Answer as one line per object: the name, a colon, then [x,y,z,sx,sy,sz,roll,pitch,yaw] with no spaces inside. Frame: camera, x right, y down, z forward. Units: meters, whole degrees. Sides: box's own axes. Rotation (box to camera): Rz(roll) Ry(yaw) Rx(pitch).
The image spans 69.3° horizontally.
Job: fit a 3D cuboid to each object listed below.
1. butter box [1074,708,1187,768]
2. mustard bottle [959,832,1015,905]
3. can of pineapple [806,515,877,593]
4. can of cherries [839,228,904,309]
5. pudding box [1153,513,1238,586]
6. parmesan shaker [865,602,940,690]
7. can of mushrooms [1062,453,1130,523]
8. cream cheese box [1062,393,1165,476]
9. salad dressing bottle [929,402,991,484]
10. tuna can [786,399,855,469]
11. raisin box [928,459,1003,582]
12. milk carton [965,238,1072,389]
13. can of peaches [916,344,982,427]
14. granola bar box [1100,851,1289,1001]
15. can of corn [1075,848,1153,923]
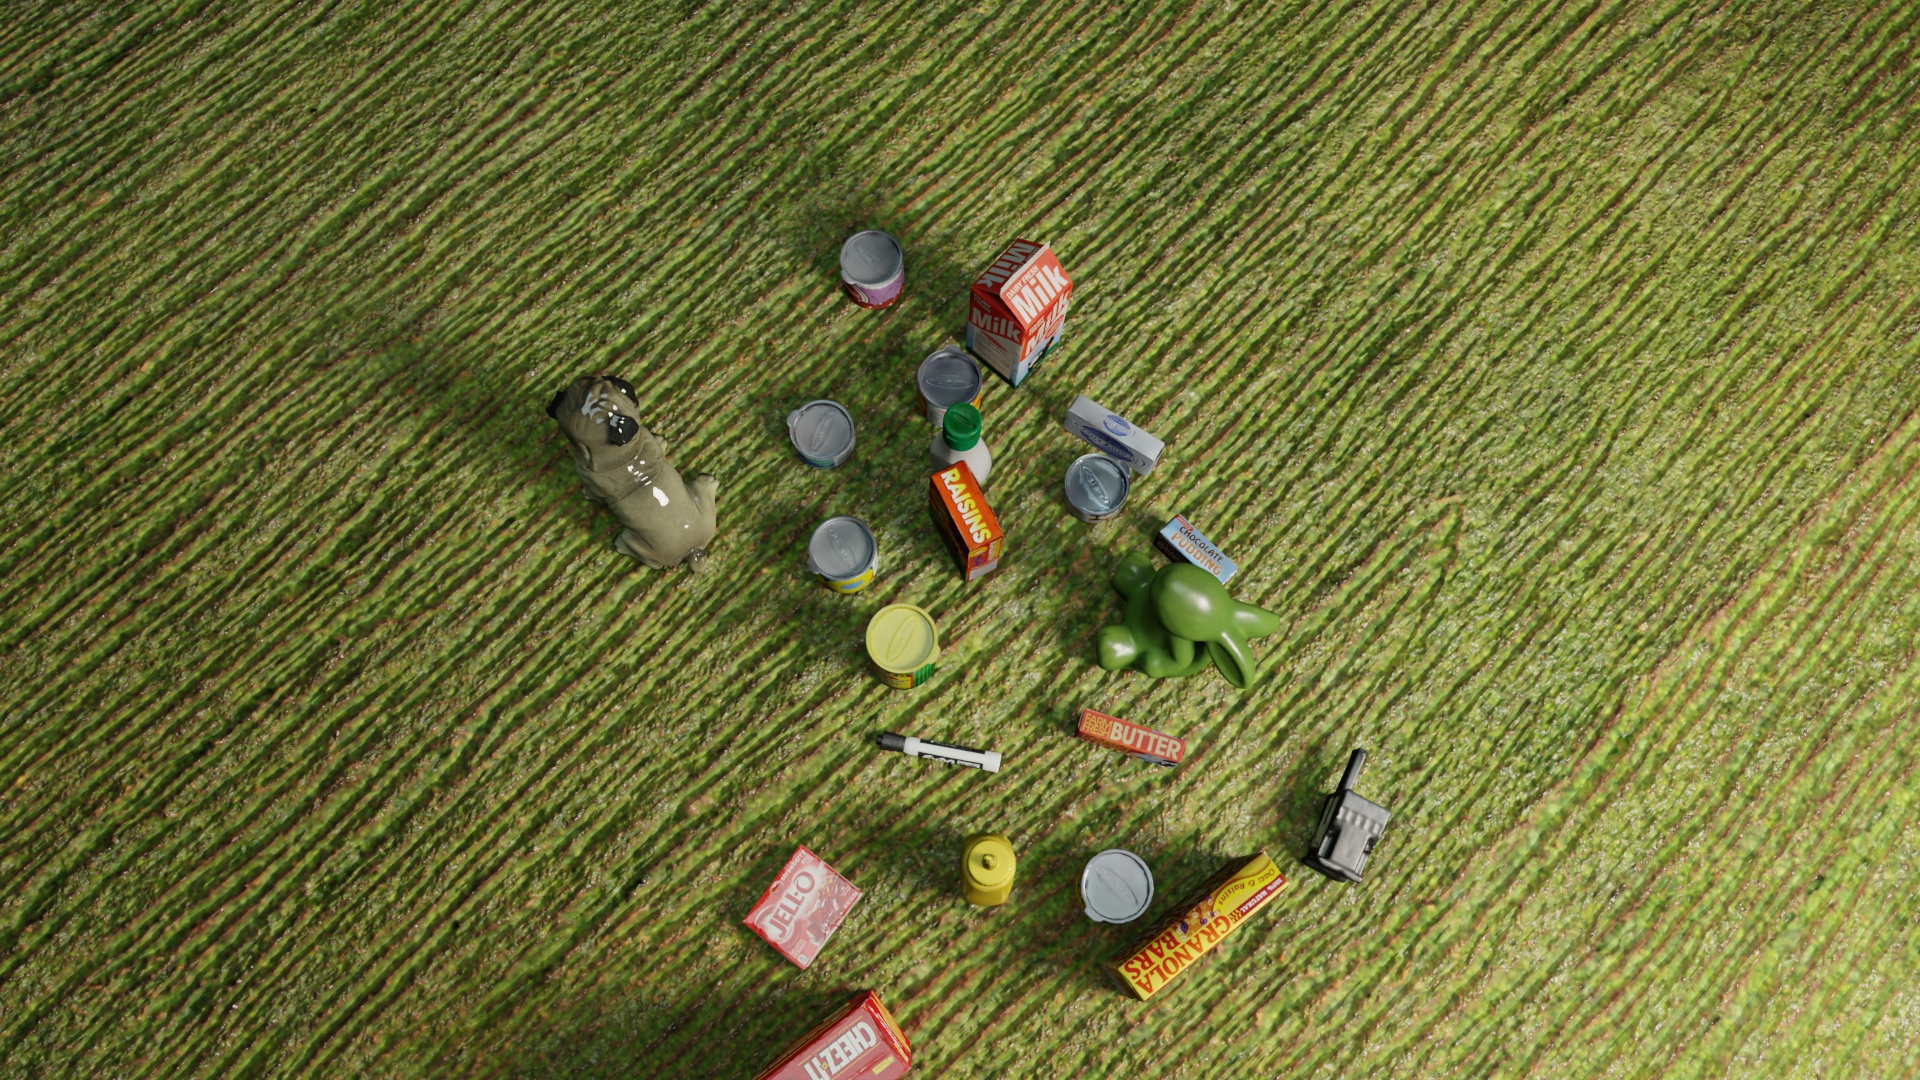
butter box: [0.161,0.190,1.330,0.103,0.053,0.024,17,74,4]
mustard bottle: [0.024,0.292,1.240,0.049,0.159,0.065,0,74,-1]
can of pineapple: [-0.117,0.015,1.371,0.071,0.057,0.071,0,74,-1]
can of cherries: [-0.094,-0.283,1.459,0.071,0.058,0.071,0,74,-1]
pudding box: [0.234,0.015,1.385,0.030,0.049,0.084,-43,79,-12]
parmesan shaker: [-0.053,0.104,1.323,0.071,0.102,0.071,0,74,-1]
can of mushrooms: [0.139,-0.053,1.411,0.071,0.033,0.071,0,74,-1]
cream cheese box: [0.156,-0.107,1.417,0.104,0.053,0.024,31,76,7]
salad dressing bottle: [0.001,-0.092,1.359,0.064,0.147,0.044,33,76,8]
tuna can: [-0.143,-0.109,1.420,0.071,0.032,0.071,0,74,-1]
raisin box: [0.005,-0.017,1.350,0.040,0.123,0.086,-25,76,-8]
milk carton: [0.057,-0.230,1.379,0.073,0.190,0.072,40,77,9]
can of peaches: [-0.011,-0.157,1.425,0.071,0.058,0.071,0,74,-1]
granola bar box: [0.209,0.347,1.248,0.166,0.124,0.039,-35,78,-11]
can of corn: [0.140,0.323,1.287,0.071,0.058,0.071,0,74,-1]
